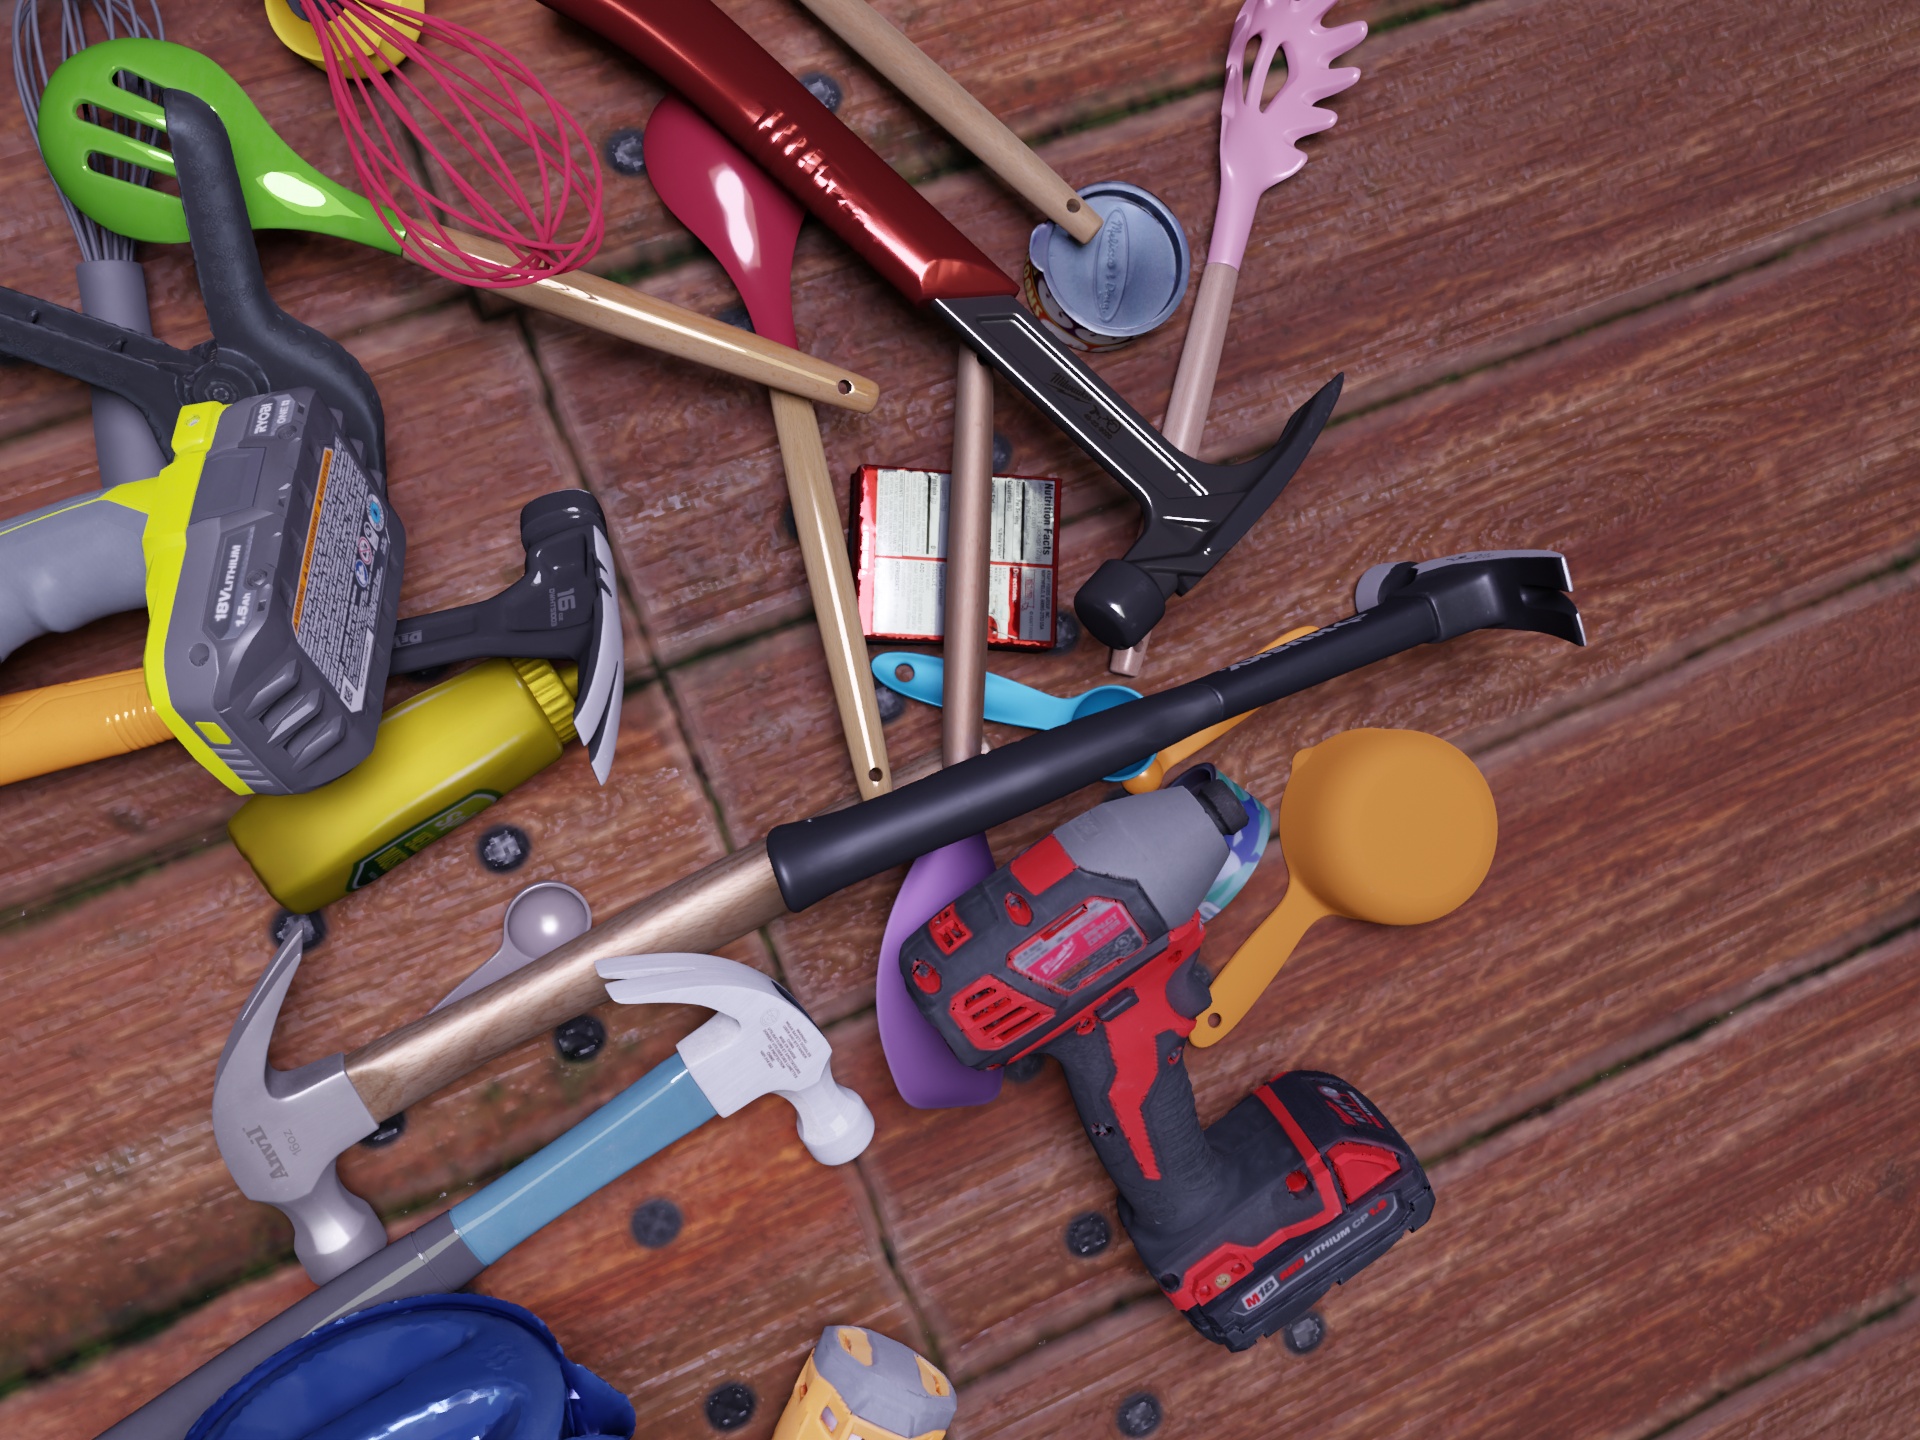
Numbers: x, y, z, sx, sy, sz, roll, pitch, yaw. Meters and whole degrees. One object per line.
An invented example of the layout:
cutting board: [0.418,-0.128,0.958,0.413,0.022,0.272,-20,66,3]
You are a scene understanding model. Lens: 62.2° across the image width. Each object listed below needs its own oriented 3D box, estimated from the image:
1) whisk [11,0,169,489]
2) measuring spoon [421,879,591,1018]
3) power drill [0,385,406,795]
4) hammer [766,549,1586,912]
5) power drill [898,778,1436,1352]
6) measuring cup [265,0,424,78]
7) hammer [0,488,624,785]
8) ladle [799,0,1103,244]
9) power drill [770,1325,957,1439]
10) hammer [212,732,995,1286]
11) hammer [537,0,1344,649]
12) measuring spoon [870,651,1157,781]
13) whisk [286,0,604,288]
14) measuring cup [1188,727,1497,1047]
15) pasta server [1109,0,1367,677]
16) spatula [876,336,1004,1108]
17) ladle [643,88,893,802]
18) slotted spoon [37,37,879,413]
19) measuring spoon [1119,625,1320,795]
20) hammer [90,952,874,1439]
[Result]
whisk: [-0.316,-0.169,0.599,0.055,0.055,0.239,-7,95,-12]
measuring spoon: [-0.197,0.111,0.635,0.124,0.018,0.034,-46,117,-3]
power drill: [-0.312,-0.019,0.517,0.228,0.080,0.191,-8,55,4]
hammer: [0.082,-0.001,0.614,0.334,0.146,0.035,-21,99,-17]
power drill: [0.089,0.130,0.628,0.143,0.079,0.219,-36,112,0]
measuring cup: [-0.195,-0.305,0.615,0.156,0.029,0.062,-32,85,3]
hammer: [-0.288,0.000,0.569,0.337,0.034,0.127,-13,49,-3]
ladle: [-0.064,-0.304,0.633,0.320,0.062,0.078,40,84,-4]
power drill: [0.003,0.374,0.642,0.226,0.084,0.185,27,86,-7]
hammer: [-0.129,0.087,0.629,0.331,0.031,0.130,-27,114,-15]
hammer: [-0.018,-0.197,0.624,0.359,0.036,0.149,42,72,-3]
measuring spoon: [0.023,-0.005,0.686,0.128,0.021,0.042,16,78,-3]
whisk: [-0.217,-0.246,0.560,0.073,0.073,0.296,-38,67,-10]
measuring cup: [0.164,0.078,0.693,0.095,0.052,0.173,43,79,-9]
pasta server: [0.112,-0.173,0.694,0.060,0.040,0.316,15,87,-23]
spatula: [-0.001,-0.002,0.642,0.059,0.018,0.316,4,88,-25]
ladle: [-0.067,-0.117,0.641,0.069,0.031,0.315,-12,86,-14]
slotted spoon: [-0.178,-0.172,0.590,0.313,0.031,0.070,17,95,-14]
measuring spoon: [0.118,-0.006,0.705,0.117,0.011,0.021,-37,97,-10]
hammer: [-0.195,0.203,0.596,0.331,0.033,0.128,-33,118,-13]
